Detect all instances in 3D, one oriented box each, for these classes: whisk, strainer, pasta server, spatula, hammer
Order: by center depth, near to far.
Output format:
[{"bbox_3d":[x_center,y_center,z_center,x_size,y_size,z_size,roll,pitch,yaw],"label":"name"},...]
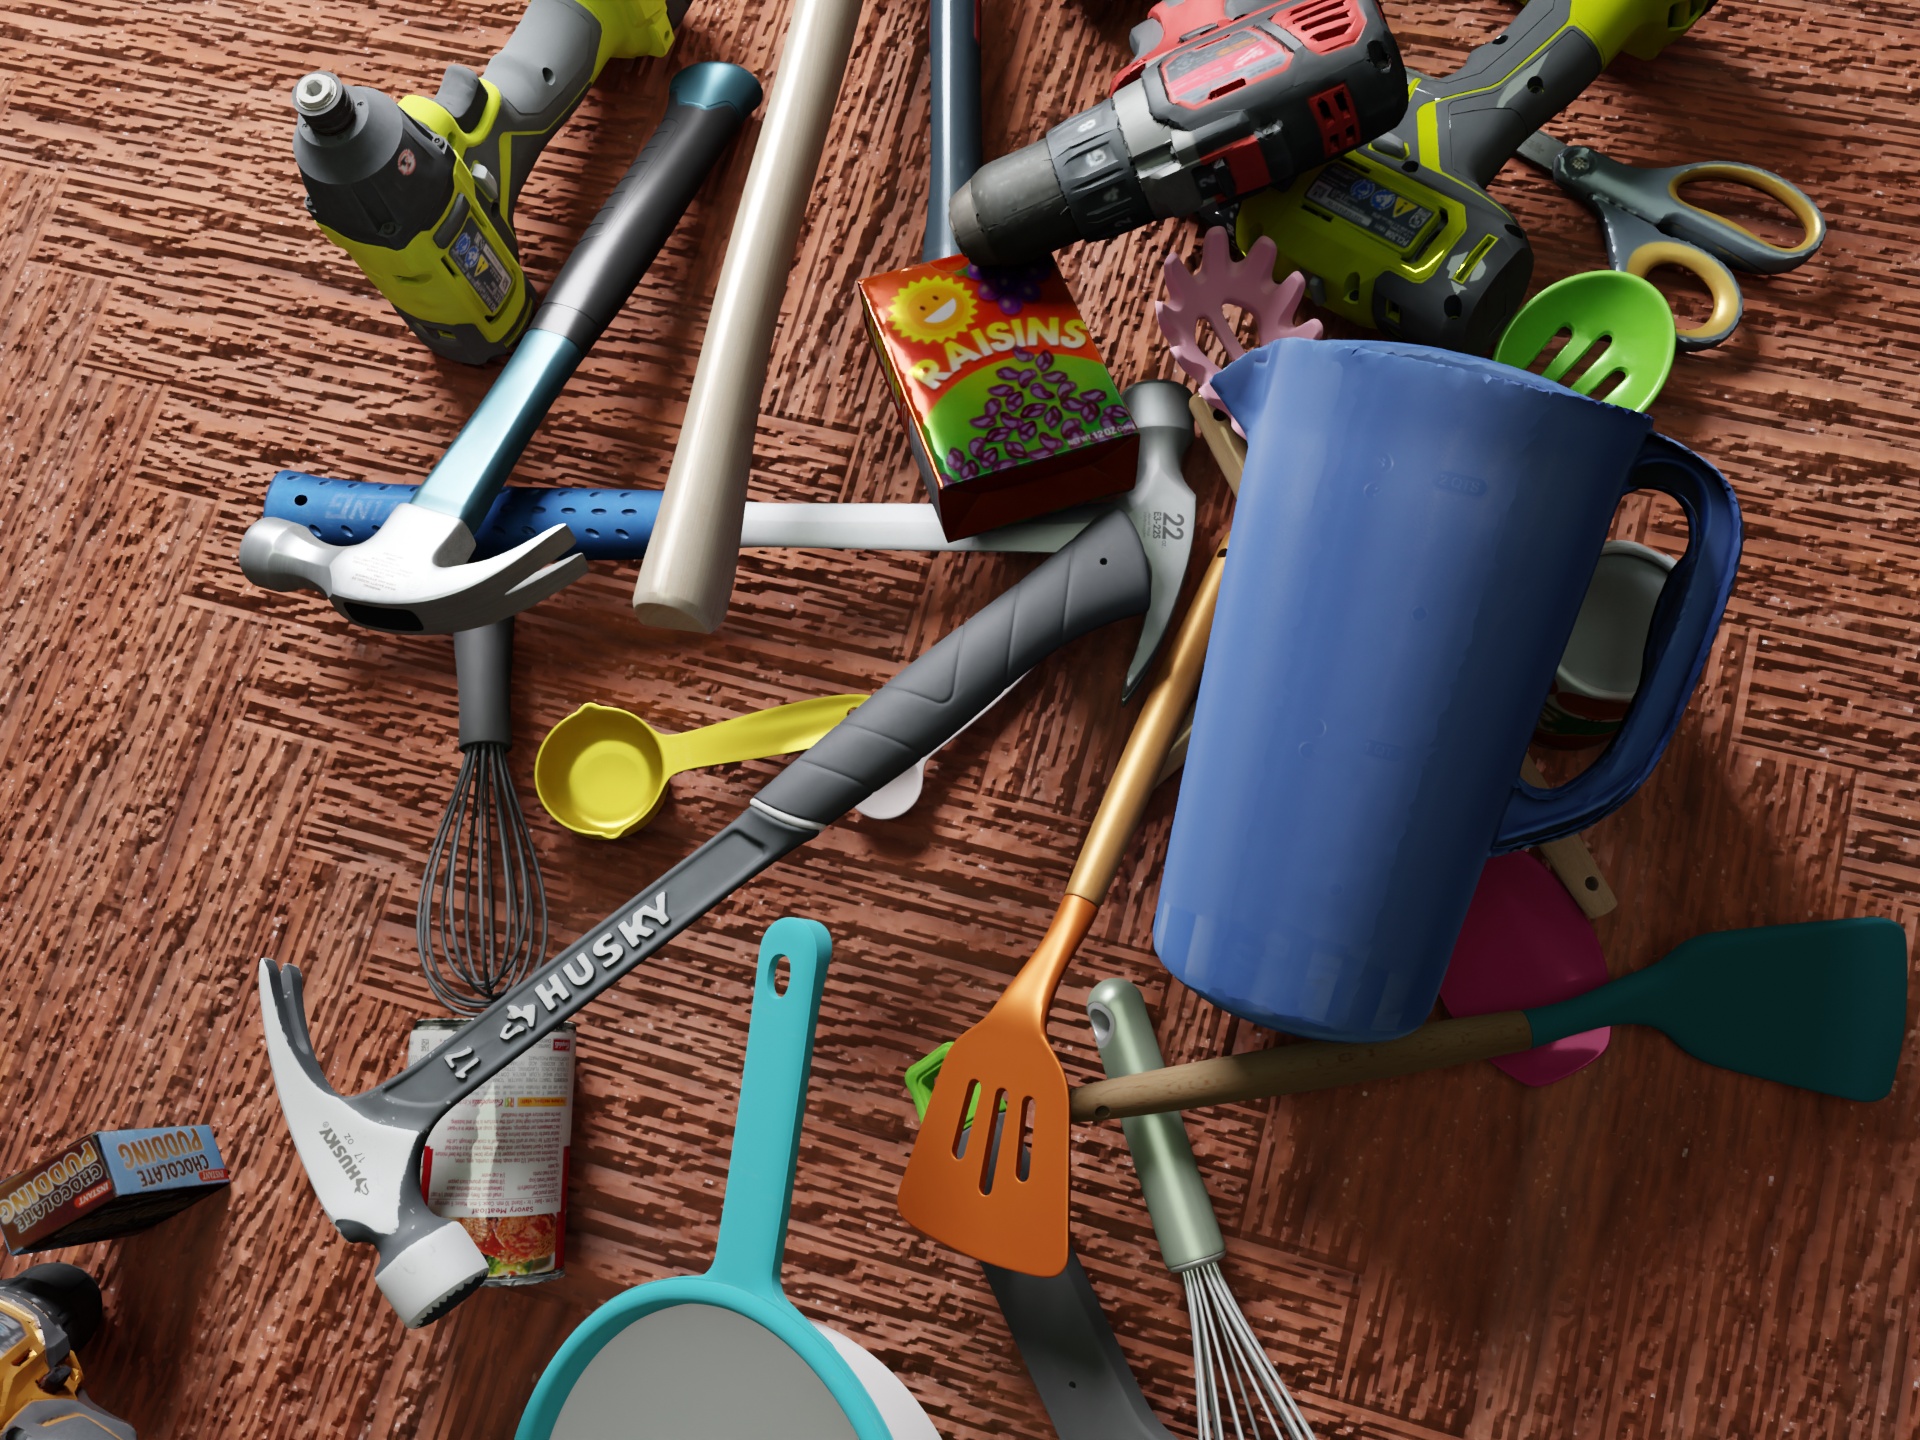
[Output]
[{"bbox_3d":[-0.060,0.247,0.588,0.211,0.095,0.340,1,80,37],"label":"strainer"},{"bbox_3d":[0.197,0.128,0.615,0.317,0.044,0.082,-9,113,-1],"label":"spatula"},{"bbox_3d":[0.096,0.220,0.625,0.059,0.057,0.246,-7,70,-30],"label":"whisk"},{"bbox_3d":[-0.088,0.046,0.629,0.409,0.036,0.149,-38,77,-8],"label":"hammer"},{"bbox_3d":[0.176,-0.058,0.645,0.060,0.040,0.316,-31,84,1],"label":"pasta server"},{"bbox_3d":[0.061,0.057,0.646,0.081,0.041,0.323,7,60,38],"label":"spatula"},{"bbox_3d":[-0.078,-0.235,0.673,0.038,0.146,0.411,8,72,10],"label":"hammer"},{"bbox_3d":[-0.100,-0.081,0.698,0.405,0.035,0.144,1,75,2],"label":"hammer"},{"bbox_3d":[-0.175,-0.177,0.706,0.128,0.033,0.331,17,64,13],"label":"hammer"},{"bbox_3d":[-0.214,0.012,0.707,0.055,0.055,0.239,-7,72,5],"label":"whisk"},{"bbox_3d":[-0.005,-0.386,0.735,0.038,0.143,0.386,-2,81,10],"label":"hammer"}]

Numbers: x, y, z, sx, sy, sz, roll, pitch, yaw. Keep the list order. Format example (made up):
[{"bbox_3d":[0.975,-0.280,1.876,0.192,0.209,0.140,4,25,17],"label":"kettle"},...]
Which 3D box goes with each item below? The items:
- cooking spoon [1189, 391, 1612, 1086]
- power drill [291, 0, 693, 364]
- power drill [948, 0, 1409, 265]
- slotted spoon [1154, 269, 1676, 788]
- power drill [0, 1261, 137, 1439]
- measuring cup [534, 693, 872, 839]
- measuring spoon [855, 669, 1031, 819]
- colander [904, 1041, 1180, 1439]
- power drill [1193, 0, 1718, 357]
[{"bbox_3d":[0.175,0.001,0.660,0.069,0.017,0.319,-27,83,-4],"label":"cooking spoon"},{"bbox_3d":[-0.208,-0.294,0.713,0.080,0.171,0.223,21,77,11],"label":"power drill"},{"bbox_3d":[0.074,-0.301,0.684,0.188,0.080,0.227,-19,58,17],"label":"power drill"},{"bbox_3d":[0.185,-0.076,0.689,0.314,0.031,0.070,-43,76,-2],"label":"slotted spoon"},{"bbox_3d":[-0.306,0.289,0.606,0.226,0.185,0.084,32,82,-7],"label":"power drill"},{"bbox_3d":[-0.109,0.014,0.708,0.156,0.029,0.062,-12,76,-9],"label":"measuring cup"},{"bbox_3d":[-0.001,-0.002,0.702,0.124,0.018,0.034,-44,76,-11],"label":"measuring spoon"},{"bbox_3d":[0.052,0.297,0.554,0.204,0.094,0.397,-39,64,24],"label":"colander"},{"bbox_3d":[0.206,-0.287,0.703,0.191,0.080,0.228,38,89,26],"label":"power drill"}]
